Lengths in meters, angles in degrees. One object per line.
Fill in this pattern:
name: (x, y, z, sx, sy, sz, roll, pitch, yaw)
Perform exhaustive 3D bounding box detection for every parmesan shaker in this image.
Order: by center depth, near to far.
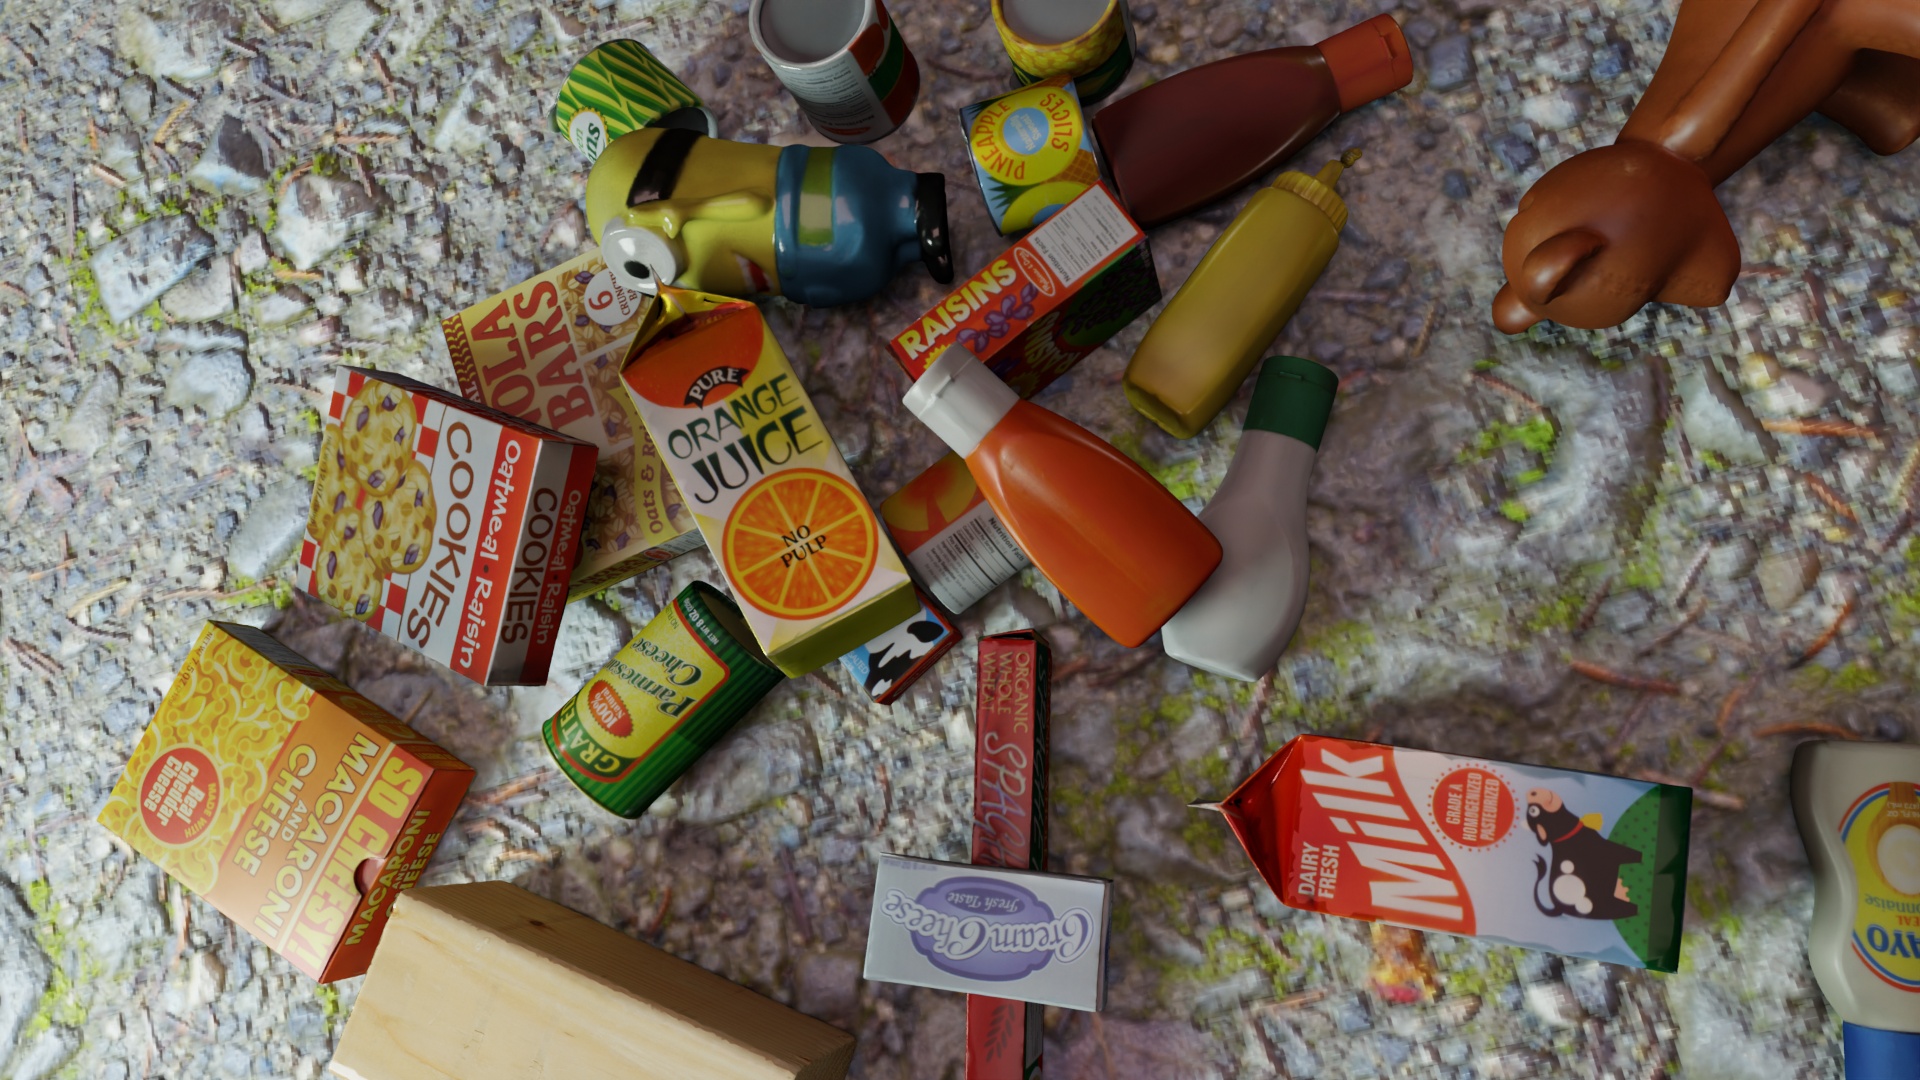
parmesan shaker: (-0.145, 0.075, 0.681, 0.103, 0.071, 0.071, -44, 73, 2)

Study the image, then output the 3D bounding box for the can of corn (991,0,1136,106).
can of corn: (0.051, -0.260, 0.700, 0.071, 0.058, 0.071, -3, 79, 13)

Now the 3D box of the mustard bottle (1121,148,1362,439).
mustard bottle: (0.138, -0.123, 0.654, 0.049, 0.065, 0.160, 35, 83, 13)

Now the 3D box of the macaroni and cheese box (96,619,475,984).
macaroni and cheese box: (-0.357, 0.135, 0.733, 0.166, 0.040, 0.123, 27, 88, 17)

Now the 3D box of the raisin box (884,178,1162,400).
raisin box: (0.033, -0.106, 0.661, 0.123, 0.086, 0.040, -37, 76, 5)

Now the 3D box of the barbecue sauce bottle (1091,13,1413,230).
barbecue sauce bottle: (0.142, -0.208, 0.675, 0.148, 0.044, 0.065, -23, 93, 8)

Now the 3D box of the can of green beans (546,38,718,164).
can of green beans: (-0.173, -0.223, 0.743, 0.071, 0.071, 0.058, -46, 74, 2)

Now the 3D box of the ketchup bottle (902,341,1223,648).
ketchup bottle: (0.041, -0.024, 0.603, 0.149, 0.043, 0.064, 43, 96, -3)

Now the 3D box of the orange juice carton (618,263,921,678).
orange juice carton: (-0.097, -0.038, 0.651, 0.073, 0.071, 0.193, -29, 76, -5)

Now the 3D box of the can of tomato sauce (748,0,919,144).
can of tomato sauce: (-0.064, -0.254, 0.714, 0.071, 0.083, 0.071, -2, 80, 13)

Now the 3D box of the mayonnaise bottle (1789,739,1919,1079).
mayonnaise bottle: (0.371, 0.155, 0.553, 0.065, 0.041, 0.148, 1, 79, 12)

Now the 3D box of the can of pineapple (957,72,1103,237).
can of pineapple: (0.036, -0.191, 0.685, 0.058, 0.071, 0.071, -17, 76, 10)

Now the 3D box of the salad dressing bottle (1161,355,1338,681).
salad dressing bottle: (0.137, -0.011, 0.641, 0.064, 0.044, 0.148, 16, 82, 24)

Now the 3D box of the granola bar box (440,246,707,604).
granola bar box: (-0.190, -0.063, 0.731, 0.124, 0.039, 0.166, -23, 75, 8)

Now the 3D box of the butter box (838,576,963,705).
butter box: (-0.052, 0.026, 0.688, 0.053, 0.024, 0.103, -42, 73, 3)

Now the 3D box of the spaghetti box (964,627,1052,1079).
spaghetti box: (0.022, 0.166, 0.631, 0.029, 0.050, 0.250, -1, 79, 13)

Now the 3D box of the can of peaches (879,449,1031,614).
can of peaches: (0.002, -0.008, 0.662, 0.058, 0.071, 0.071, -36, 74, 5)

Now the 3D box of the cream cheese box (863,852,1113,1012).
cream cheese box: (0.013, 0.166, 0.593, 0.104, 0.024, 0.053, 3, 81, 15)

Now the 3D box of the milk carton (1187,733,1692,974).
milk carton: (0.194, 0.125, 0.586, 0.190, 0.072, 0.073, 7, 82, 15)

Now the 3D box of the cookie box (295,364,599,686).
cookie box: (-0.263, -0.010, 0.704, 0.167, 0.040, 0.122, 19, 98, 32)
